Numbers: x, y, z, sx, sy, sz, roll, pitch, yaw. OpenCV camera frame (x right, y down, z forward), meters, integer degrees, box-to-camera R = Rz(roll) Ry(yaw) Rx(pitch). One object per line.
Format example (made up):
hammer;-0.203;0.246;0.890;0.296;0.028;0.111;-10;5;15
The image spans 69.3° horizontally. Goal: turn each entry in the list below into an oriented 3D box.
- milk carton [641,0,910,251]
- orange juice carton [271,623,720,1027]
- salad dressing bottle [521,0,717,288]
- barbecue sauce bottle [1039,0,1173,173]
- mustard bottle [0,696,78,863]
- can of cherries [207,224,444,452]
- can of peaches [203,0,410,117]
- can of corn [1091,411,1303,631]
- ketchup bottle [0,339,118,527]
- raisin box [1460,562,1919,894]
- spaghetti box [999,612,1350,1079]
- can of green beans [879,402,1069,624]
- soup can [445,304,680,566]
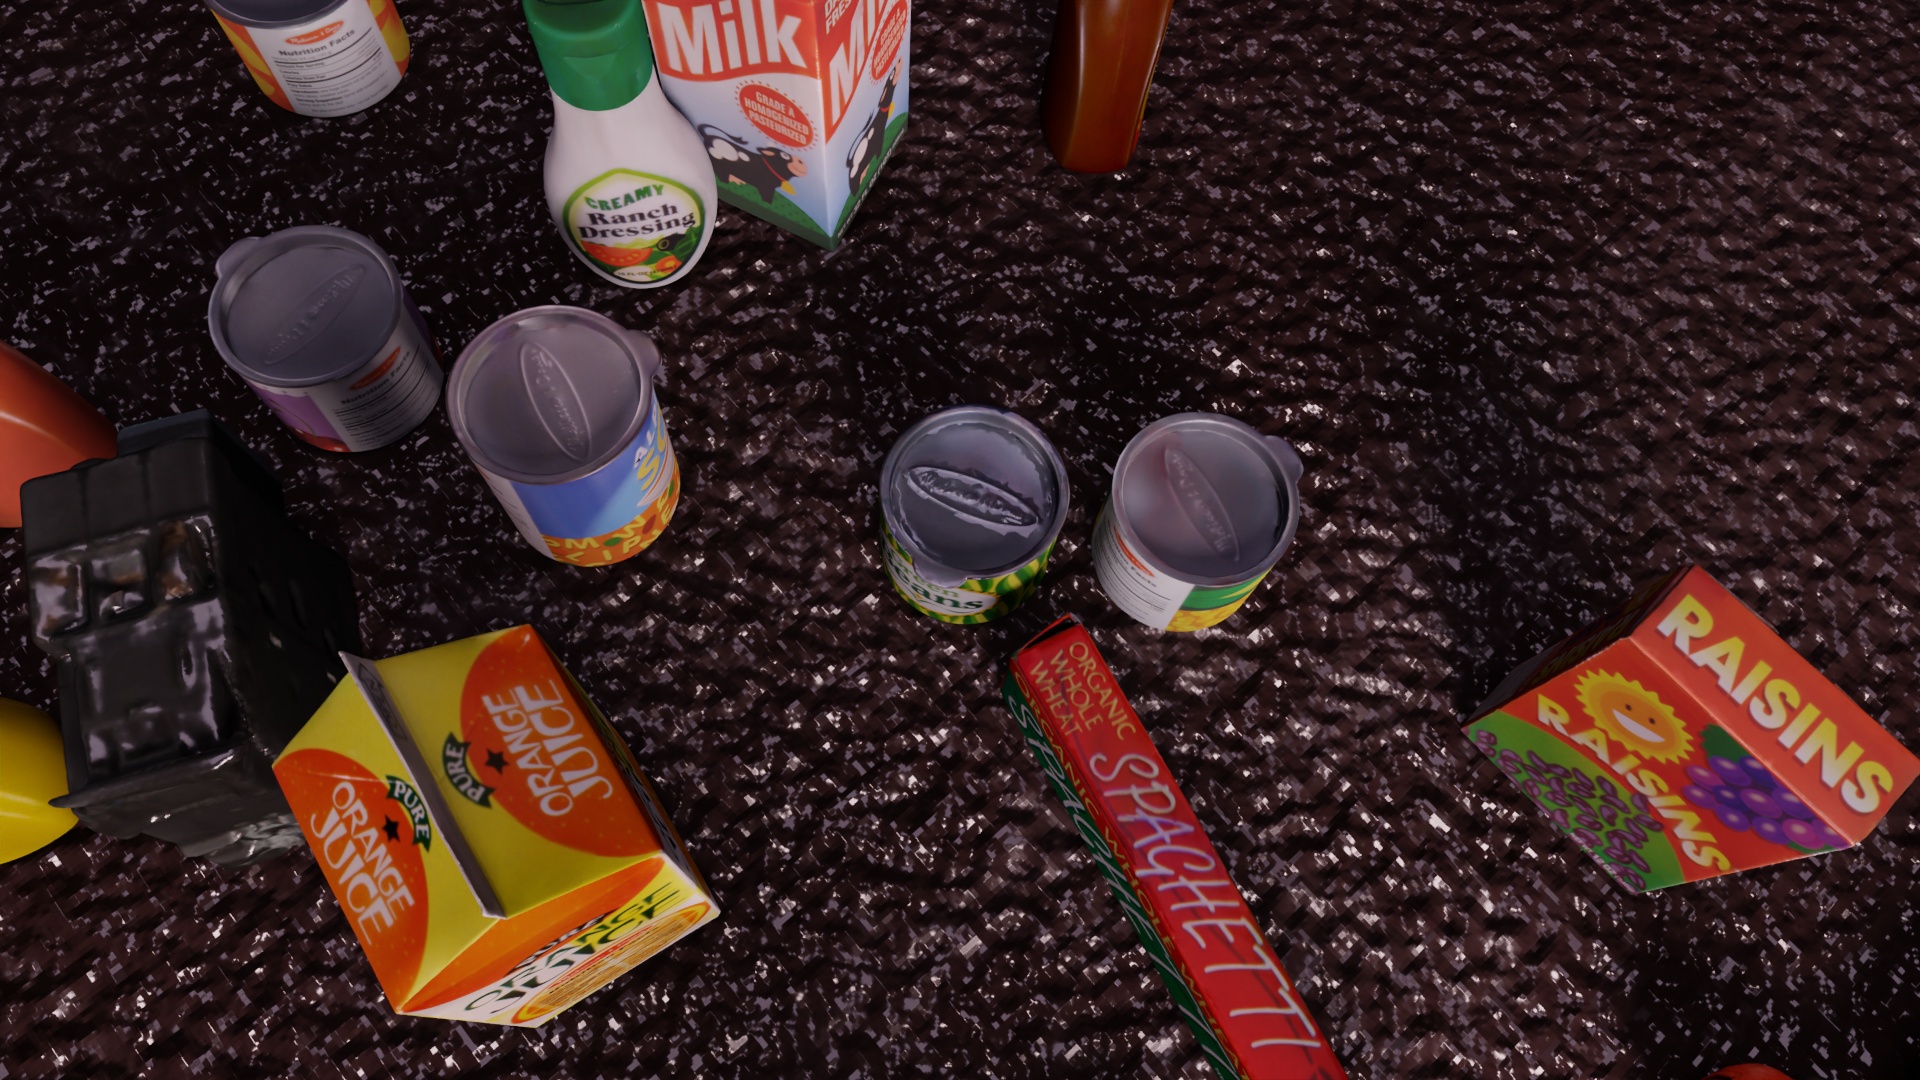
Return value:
milk carton;-0.065;-0.195;0.503;0.073;0.190;0.072;26;70;6
orange juice carton;-0.125;0.085;0.391;0.073;0.192;0.072;-30;74;-14
salad dressing bottle;-0.125;-0.147;0.504;0.064;0.147;0.044;-8;70;-7
barbecue sauce bottle;0.060;-0.210;0.540;0.044;0.148;0.065;-1;70;-4
mustard bottle;-0.324;0.063;0.404;0.065;0.159;0.049;-19;72;-10
can of cherries;-0.235;-0.075;0.517;0.071;0.058;0.072;1;69;-3
can of peaches;-0.268;-0.219;0.570;0.071;0.058;0.071;1;69;-3
can of corn;0.086;-0.006;0.511;0.071;0.058;0.071;1;69;-3
ketchup bottle;-0.340;-0.050;0.452;0.065;0.148;0.043;-10;71;-7
raisin box;0.232;0.067;0.458;0.040;0.123;0.086;-40;76;-16
spaghetti box;0.085;0.141;0.459;0.029;0.050;0.250;-26;73;-13
can of green beans;0.003;-0.008;0.507;0.071;0.057;0.071;1;69;-3
soup can;-0.135;-0.036;0.495;0.071;0.083;0.071;1;69;-3
